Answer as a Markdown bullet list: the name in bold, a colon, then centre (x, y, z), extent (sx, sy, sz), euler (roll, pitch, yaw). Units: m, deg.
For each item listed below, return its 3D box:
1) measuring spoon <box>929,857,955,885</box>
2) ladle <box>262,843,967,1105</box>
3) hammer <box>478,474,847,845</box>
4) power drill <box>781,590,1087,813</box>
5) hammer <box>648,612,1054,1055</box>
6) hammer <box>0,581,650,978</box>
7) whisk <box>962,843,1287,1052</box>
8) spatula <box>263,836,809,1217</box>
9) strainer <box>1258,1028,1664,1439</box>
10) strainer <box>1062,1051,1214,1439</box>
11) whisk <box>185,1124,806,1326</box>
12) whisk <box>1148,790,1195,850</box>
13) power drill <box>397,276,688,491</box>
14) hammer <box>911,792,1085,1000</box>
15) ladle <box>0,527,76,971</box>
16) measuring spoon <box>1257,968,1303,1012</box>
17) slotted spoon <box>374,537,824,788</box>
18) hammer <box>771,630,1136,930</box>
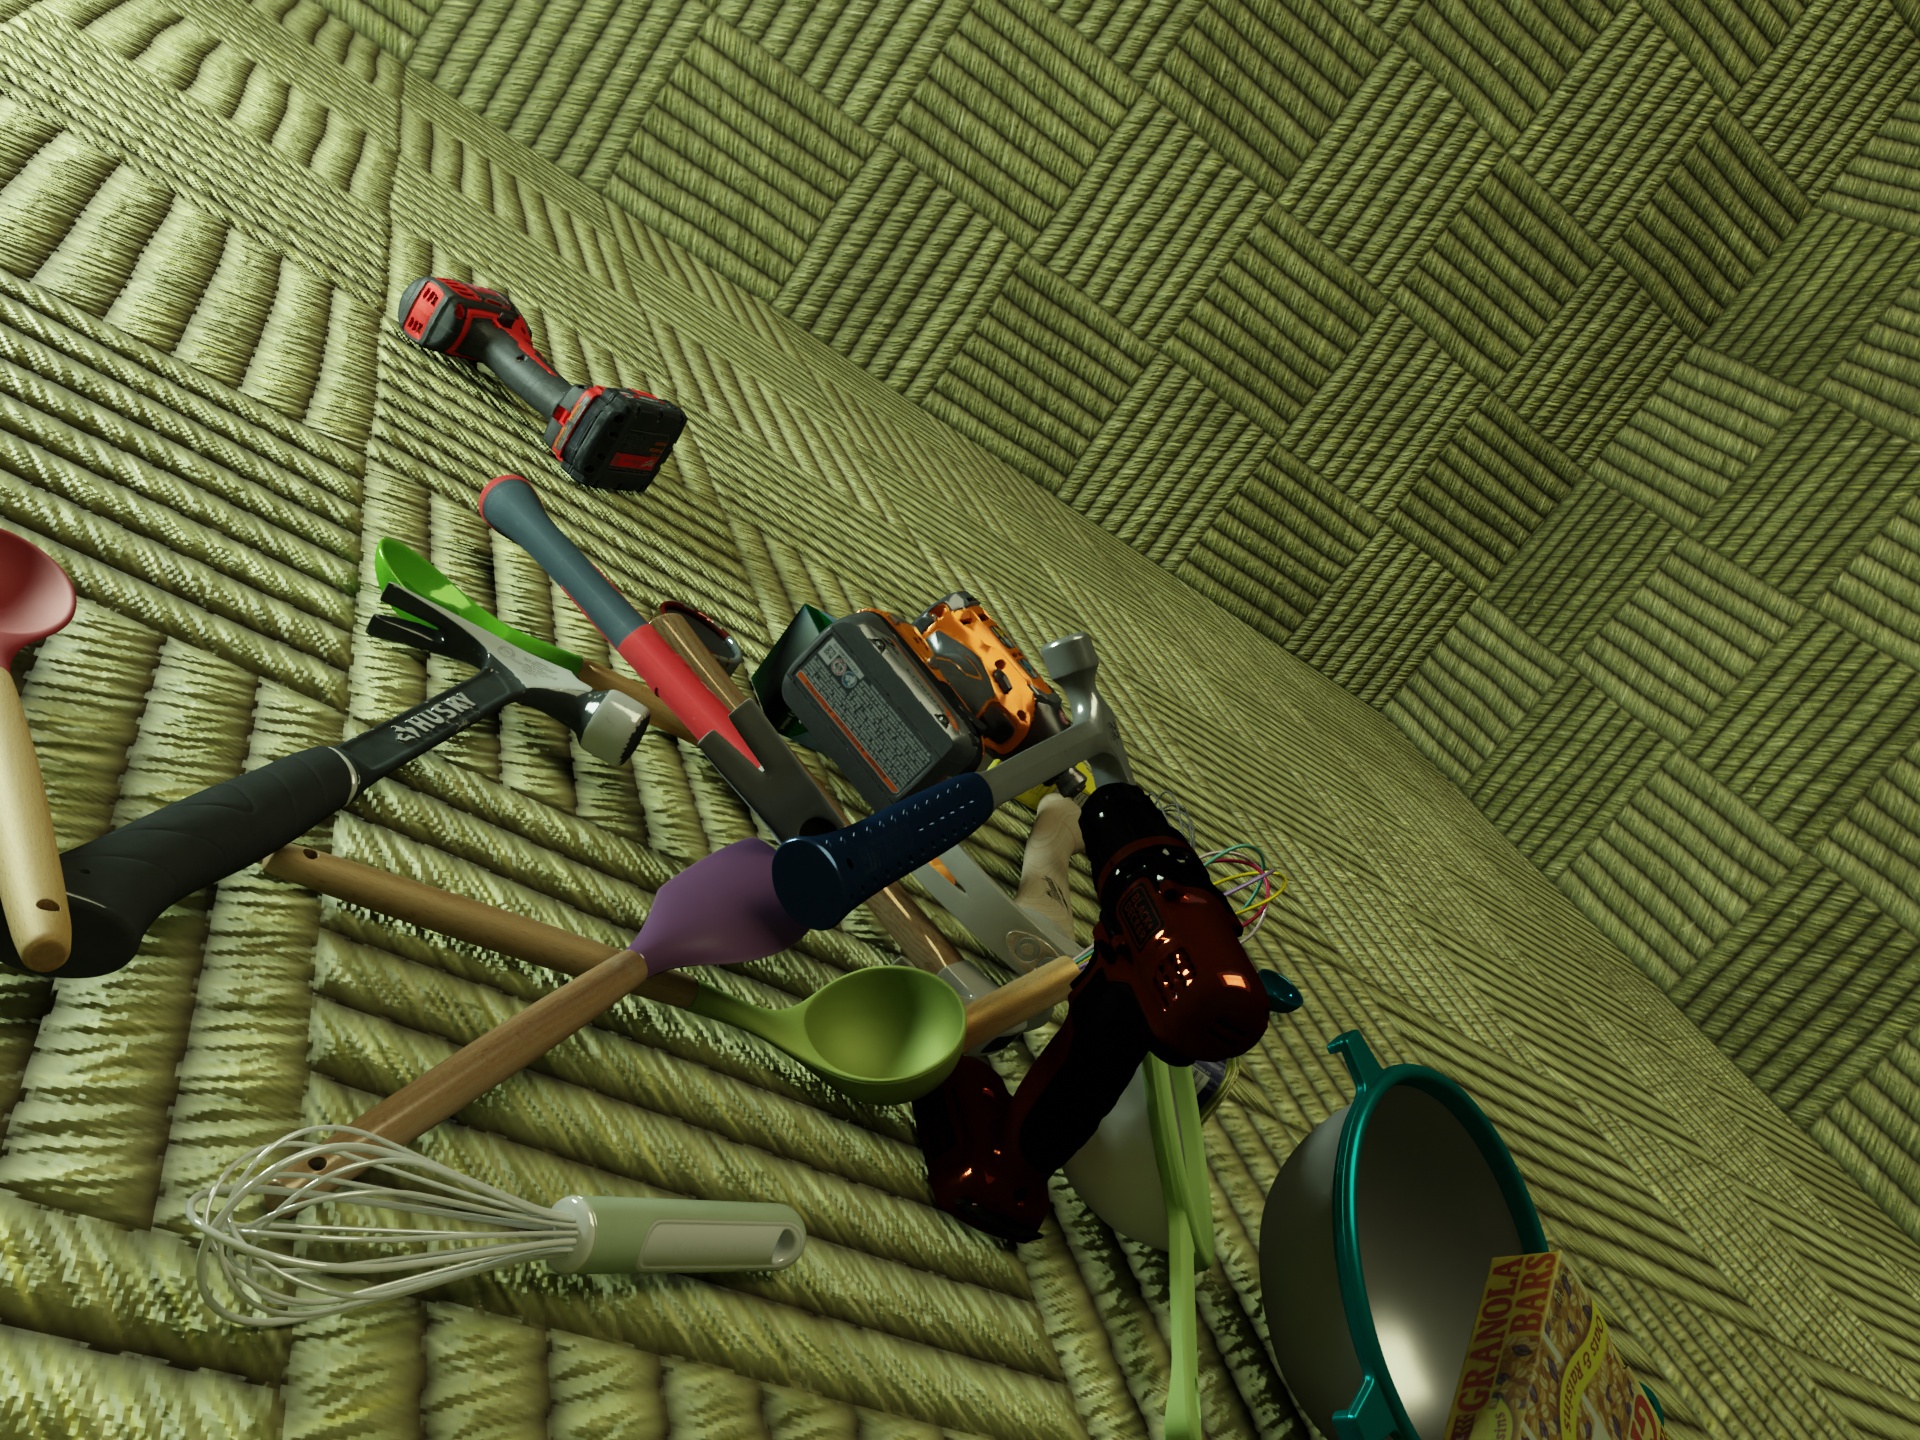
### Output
- **measuring spoon**: centre (-0.017, 0.082, 1.084), extent (0.021, 0.011, 0.117), euler (32, 16, -19)
- **ladle**: centre (-0.133, 0.101, 0.685), extent (0.320, 0.062, 0.078), euler (25, 20, -30)
- **hammer**: centre (-0.184, -0.051, 0.869), extent (0.387, 0.038, 0.143), euler (42, -11, 39)
- **power drill**: centre (-0.002, -0.003, 1.027), extent (0.164, 0.084, 0.226), euler (50, 22, 10)
- **hammer**: centre (-0.081, 0.059, 0.920), extent (0.331, 0.031, 0.130), euler (48, 18, 18)
- **hammer**: centre (-0.253, 0.014, 0.653), extent (0.149, 0.036, 0.409), euler (29, 14, -1)
- **whisk**: centre (0.079, 0.127, 0.856), extent (0.245, 0.051, 0.047), euler (-22, 43, -25)
- **spatula**: centre (-0.140, 0.106, 0.615), extent (0.060, 0.018, 0.316), euler (36, 25, 12)
- **strainer**: centre (0.252, 0.317, 0.824), extent (0.340, 0.095, 0.211), euler (38, 44, -33)
- **strainer**: centre (0.079, 0.232, 0.763), extent (0.257, 0.069, 0.151), euler (-81, 158, -57)
- **whisk**: centre (-0.132, 0.166, 0.514), extent (0.059, 0.058, 0.246), euler (14, -7, 38)
- **whisk**: centre (0.193, 0.134, 1.345), extent (0.055, 0.055, 0.239), euler (30, 20, -25)
- **power drill**: centre (-0.341, -0.282, 1.308), extent (0.220, 0.078, 0.143), euler (37, 14, 11)
- **hammer**: centre (0.052, 0.095, 1.079), extent (0.146, 0.038, 0.411), euler (42, 9, -1)
- **ladle**: centre (-0.316, -0.003, 0.524), extent (0.069, 0.031, 0.316), euler (12, 16, -39)
- **measuring spoon**: centre (0.220, 0.215, 1.231), extent (0.128, 0.021, 0.042), euler (6, 33, -47)
- **slotted spoon**: centre (-0.203, -0.018, 0.931), extent (0.313, 0.031, 0.070), euler (29, 17, -34)
- **hammer**: centre (0.017, 0.044, 0.866), extent (0.405, 0.035, 0.144), euler (-22, 93, -65)
